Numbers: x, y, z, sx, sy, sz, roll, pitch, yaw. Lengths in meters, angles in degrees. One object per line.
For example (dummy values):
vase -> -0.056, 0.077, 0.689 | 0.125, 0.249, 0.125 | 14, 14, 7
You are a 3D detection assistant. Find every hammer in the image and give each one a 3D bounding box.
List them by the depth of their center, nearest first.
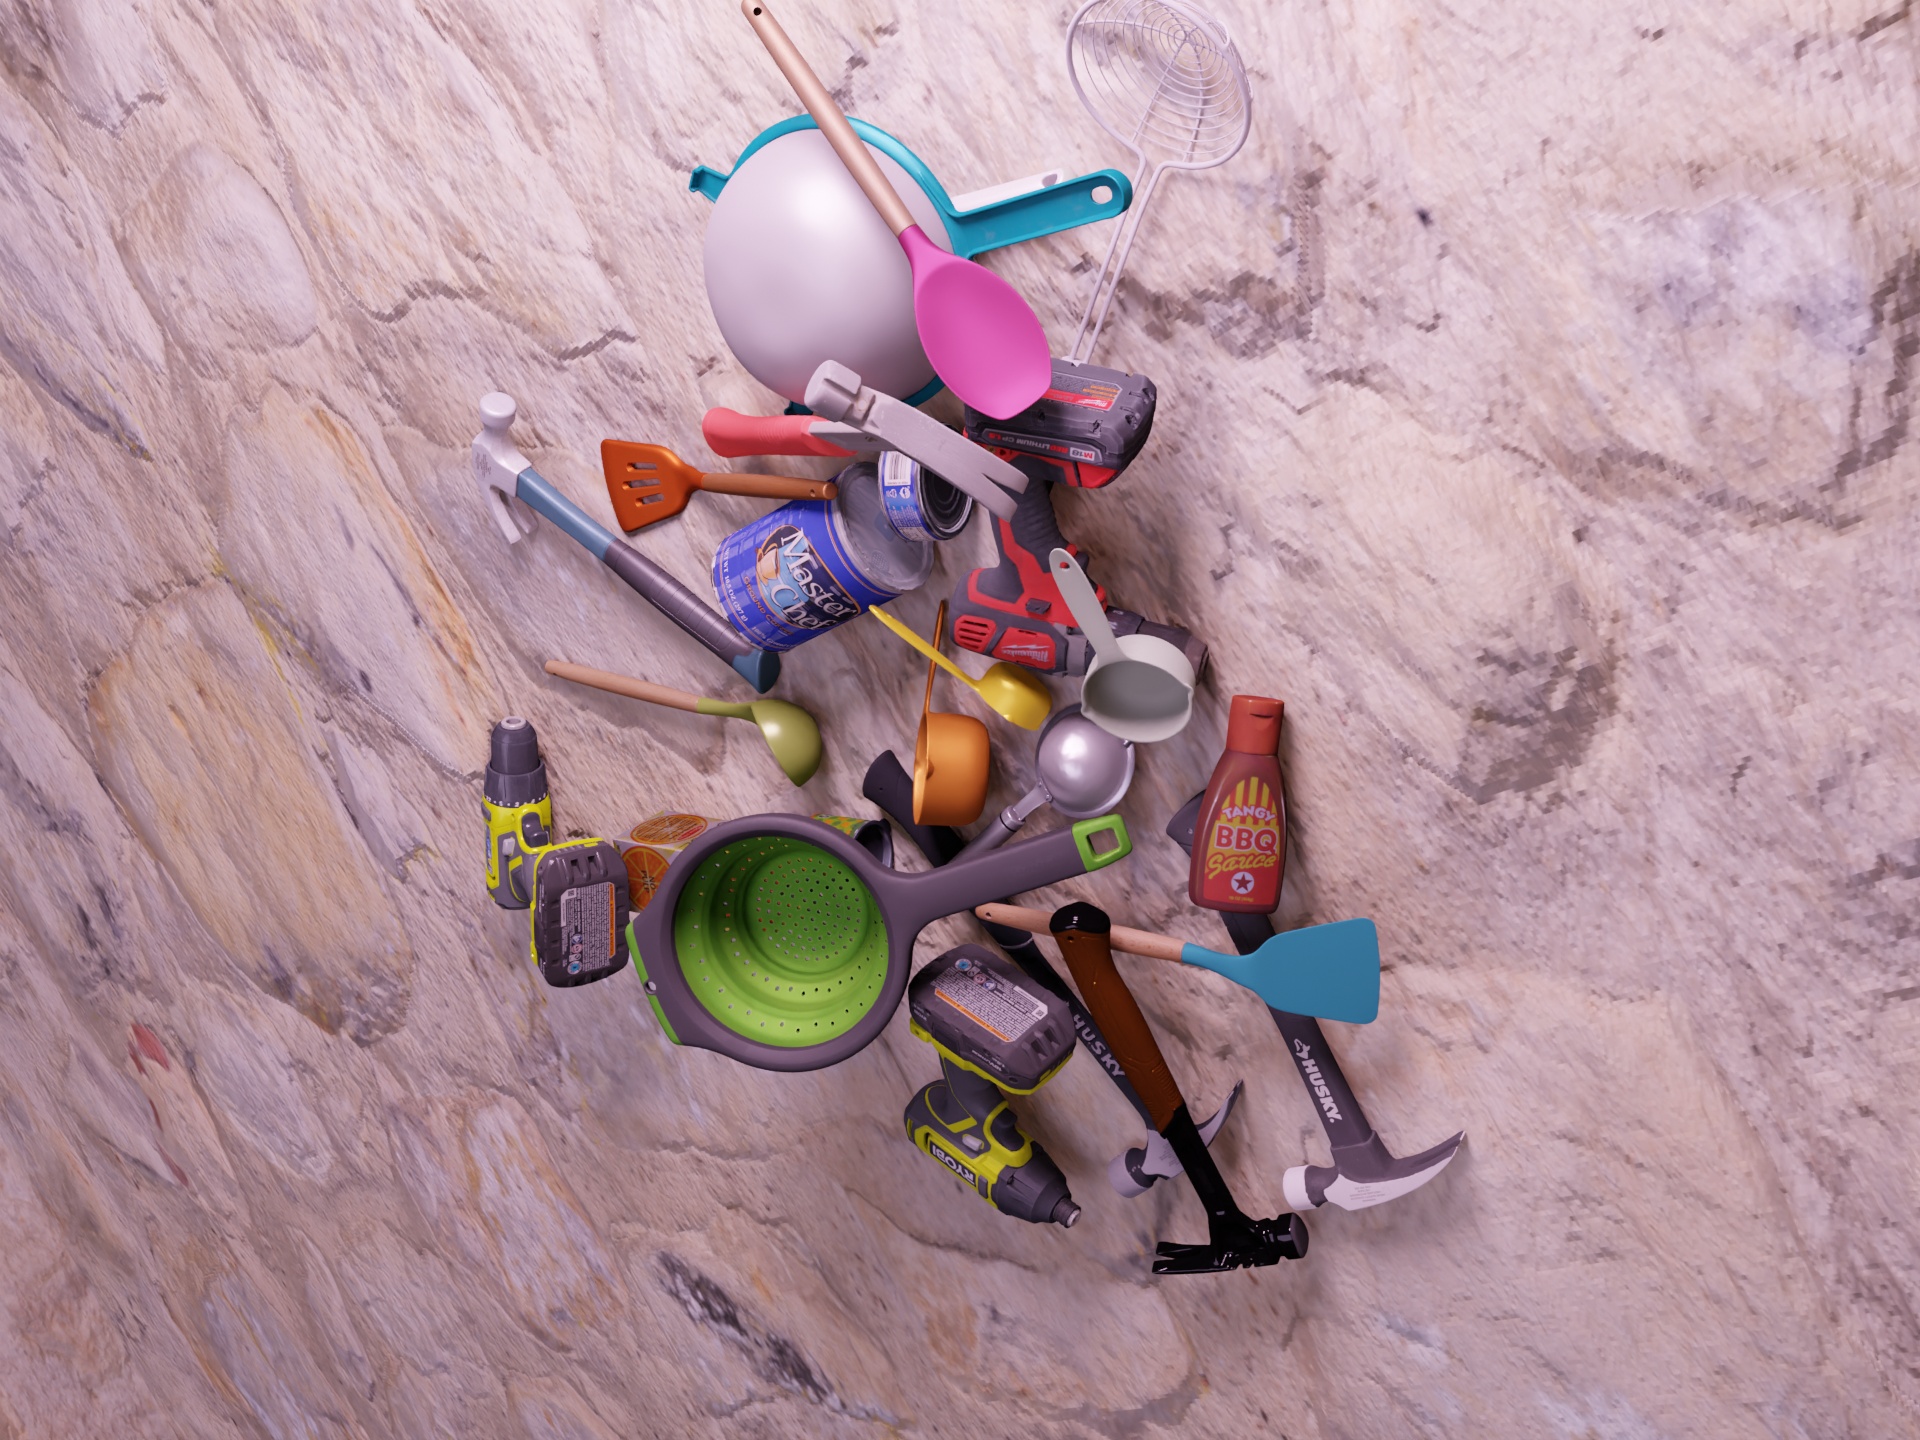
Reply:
hammer -> -0.095, -0.191, 1.094 | 0.359, 0.149, 0.037 | 20, 83, 63
hammer -> 0.242, 0.203, 1.164 | 0.146, 0.035, 0.335 | -23, 96, 37
hammer -> 0.143, 0.282, 1.202 | 0.127, 0.034, 0.336 | -18, 109, 26
hammer -> 0.059, 0.190, 1.273 | 0.409, 0.036, 0.149 | 51, 125, 5
hammer -> -0.284, -0.136, 1.342 | 0.331, 0.033, 0.128 | 38, 141, 9

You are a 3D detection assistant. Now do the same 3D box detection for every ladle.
ladle -> -0.250, -0.008, 1.373 | 0.320, 0.062, 0.078 | 13, 151, 31

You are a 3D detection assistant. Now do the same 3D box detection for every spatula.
spatula -> 0.149, 0.163, 1.172 | 0.318, 0.044, 0.082 | 7, 114, 35
spatula -> -0.191, -0.181, 1.236 | 0.323, 0.041, 0.081 | 14, 120, 53

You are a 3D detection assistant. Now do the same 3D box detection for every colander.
colander -> -0.056, 0.136, 1.223 | 0.397, 0.094, 0.204 | -19, 98, 14

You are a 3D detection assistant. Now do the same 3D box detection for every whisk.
whisk -> -0.030, -0.344, 1.104 | 0.246, 0.059, 0.058 | -5, 65, 29

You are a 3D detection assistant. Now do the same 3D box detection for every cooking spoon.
cooking spoon -> -0.046, -0.322, 0.982 | 0.069, 0.017, 0.319 | -34, 83, 6

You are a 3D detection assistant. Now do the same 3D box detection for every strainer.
strainer -> -0.050, -0.294, 1.037 | 0.340, 0.095, 0.210 | -3, 119, 38
strainer -> 0.044, 0.071, 1.206 | 0.258, 0.050, 0.087 | -45, 61, 30

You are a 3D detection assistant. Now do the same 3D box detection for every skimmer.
skimmer -> 0.083, -0.281, 1.030 | 0.127, 0.090, 0.363 | 29, 122, 15

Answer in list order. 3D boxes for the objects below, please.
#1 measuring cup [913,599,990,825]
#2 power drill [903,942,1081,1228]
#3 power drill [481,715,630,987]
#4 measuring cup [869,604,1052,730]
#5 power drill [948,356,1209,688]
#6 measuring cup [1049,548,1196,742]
measuring cup -> -0.002, -0.004, 1.220 | 0.052, 0.095, 0.173 | 6, 88, -7
power drill -> 0.029, 0.302, 1.278 | 0.171, 0.080, 0.223 | 29, 137, 33
power drill -> -0.380, 0.119, 1.452 | 0.229, 0.080, 0.190 | 38, 130, 48
measuring cup -> 0.003, -0.048, 1.173 | 0.156, 0.062, 0.029 | 35, 105, -12
power drill -> 0.085, -0.121, 1.082 | 0.188, 0.080, 0.226 | 15, 132, 16
measuring cup -> 0.102, -0.057, 1.060 | 0.083, 0.038, 0.167 | -13, 125, 30
